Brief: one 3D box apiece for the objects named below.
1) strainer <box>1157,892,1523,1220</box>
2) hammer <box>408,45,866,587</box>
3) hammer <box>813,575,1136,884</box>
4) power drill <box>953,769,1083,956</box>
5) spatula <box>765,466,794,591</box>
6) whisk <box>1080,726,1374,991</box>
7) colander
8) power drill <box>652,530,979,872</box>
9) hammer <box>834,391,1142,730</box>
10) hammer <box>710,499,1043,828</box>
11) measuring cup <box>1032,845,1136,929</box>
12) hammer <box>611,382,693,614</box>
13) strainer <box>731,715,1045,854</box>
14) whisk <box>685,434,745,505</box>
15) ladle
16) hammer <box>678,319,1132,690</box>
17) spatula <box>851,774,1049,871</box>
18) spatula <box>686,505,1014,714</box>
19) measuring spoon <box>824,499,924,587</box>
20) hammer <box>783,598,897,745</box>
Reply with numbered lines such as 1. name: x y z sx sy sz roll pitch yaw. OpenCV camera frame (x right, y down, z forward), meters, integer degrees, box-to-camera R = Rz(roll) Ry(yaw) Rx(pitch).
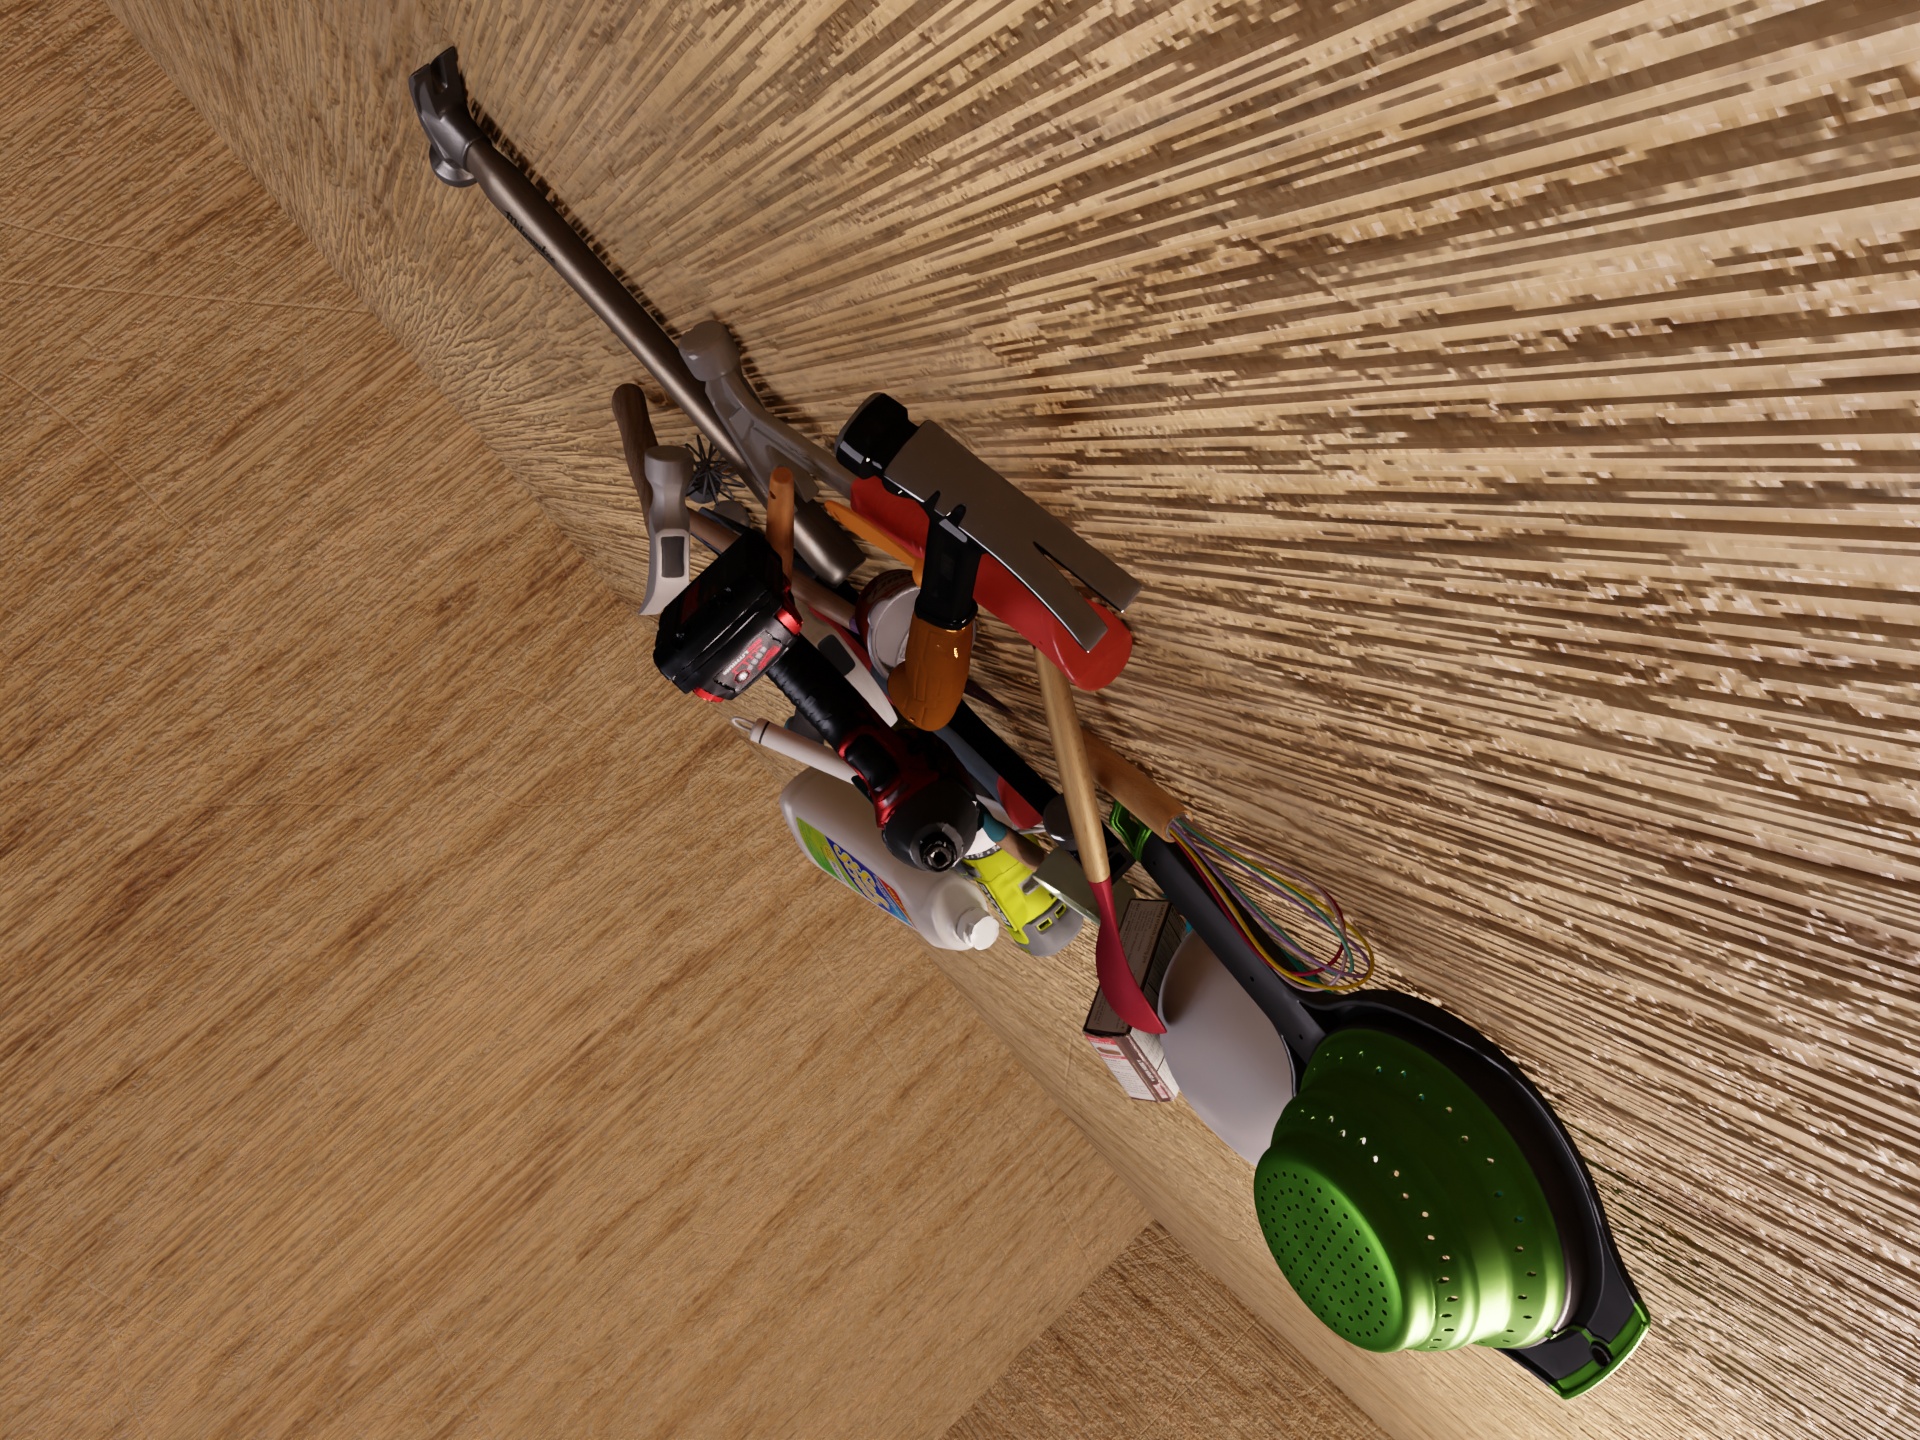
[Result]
1. strainer: 0.232 0.257 0.975 0.341 0.095 0.210 41 167 40
2. hammer: -0.207 -0.252 1.043 0.410 0.038 0.146 48 168 -4
3. hammer: -0.002 -0.004 1.098 0.335 0.035 0.146 44 178 32
4. power drill: -0.002 0.094 1.378 0.190 0.080 0.229 58 164 -24
5. spatula: -0.114 -0.079 1.046 0.081 0.041 0.322 46 159 13
6. whisk: 0.127 0.068 0.853 0.245 0.047 0.051 42 170 45
7. colander: 0.173 0.193 0.847 0.397 0.094 0.204 51 150 32
8. power drill: -0.074 0.000 0.935 0.219 0.078 0.143 45 -171 -19
9. hammer: -0.002 -0.042 0.753 0.127 0.034 0.336 38 167 5
10. hammer: -0.063 -0.034 1.257 0.387 0.038 0.143 41 169 32
11. measuring cup: 0.129 0.147 1.178 0.167 0.038 0.083 35 174 -15
12. hammer: -0.226 -0.179 1.149 0.332 0.031 0.130 -120 31 -58
13. strainer: -0.058 0.052 1.222 0.258 0.050 0.086 23 157 1
14. whisk: -0.194 -0.187 1.218 0.055 0.055 0.239 50 174 -11
15. ladle: 0.076 0.070 0.917 0.069 0.031 0.315 -124 15 -54
16. hammer: -0.032 -0.106 0.873 0.359 0.037 0.148 39 166 42
17. spatula: 0.029 0.096 1.172 0.082 0.044 0.317 41 -178 32
18. spatula: -0.086 -0.077 1.070 0.316 0.018 0.059 32 -177 30
19. measuring spoon: -0.044 -0.092 0.834 0.117 0.011 0.021 38 166 47
20. hammer: -0.117 -0.016 1.296 0.128 0.033 0.331 49 165 3
